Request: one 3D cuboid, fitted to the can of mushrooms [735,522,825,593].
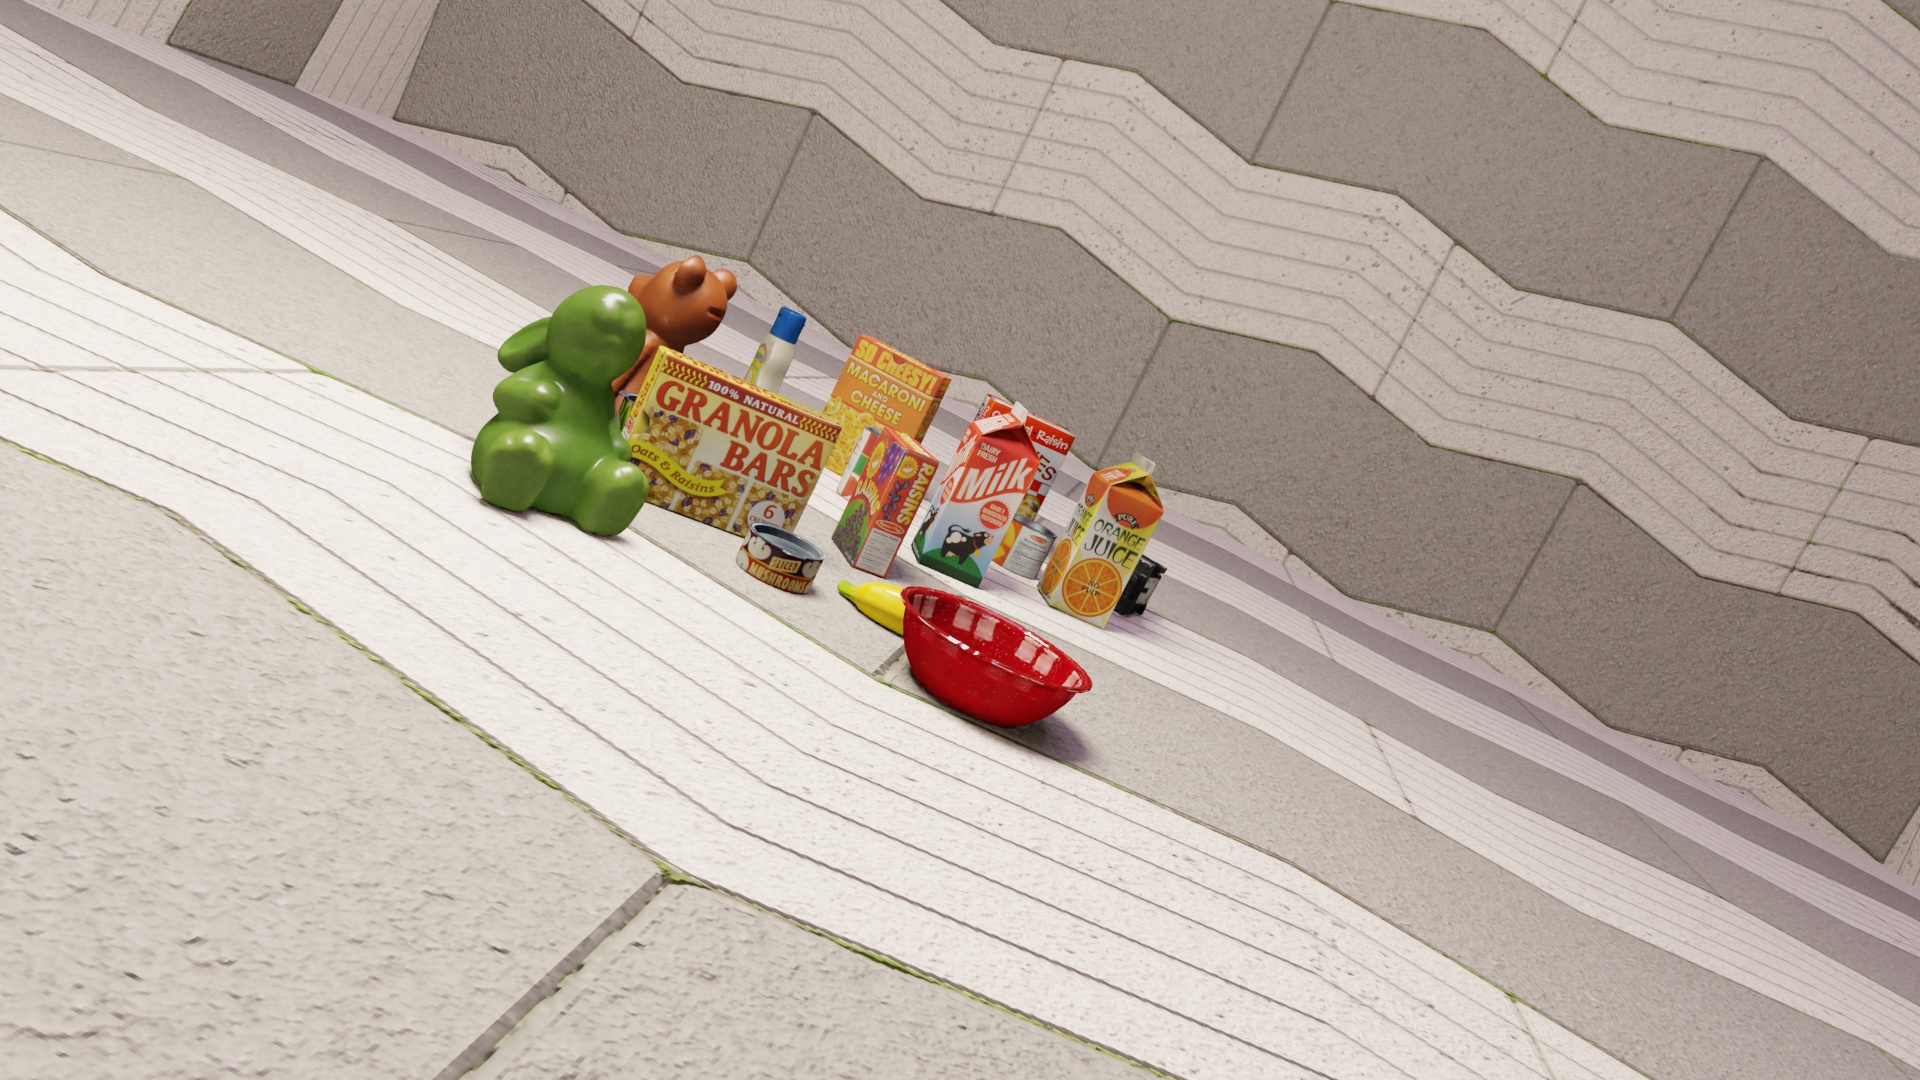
[{"bbox_3d":[-0.146,0.015,1.124,0.071,0.033,0.071,25,10,-4],"label":"can of mushrooms"}]

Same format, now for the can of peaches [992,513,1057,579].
[{"bbox_3d":[0.072,0.005,1.651,0.071,0.058,0.071,25,10,-4],"label":"can of peaches"}]

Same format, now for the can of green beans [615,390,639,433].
[{"bbox_3d":[-0.285,-0.094,1.263,0.071,0.057,0.071,25,10,-4],"label":"can of green beans"}]

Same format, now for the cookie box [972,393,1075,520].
[{"bbox_3d":[0.053,-0.086,1.754,0.123,0.167,0.040,22,10,-23],"label":"cookie box"}]

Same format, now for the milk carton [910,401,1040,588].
[{"bbox_3d":[0.023,-0.055,1.454,0.073,0.190,0.072,24,10,-14],"label":"milk carton"}]

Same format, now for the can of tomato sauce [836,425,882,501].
[{"bbox_3d":[-0.095,-0.079,1.594,0.071,0.083,0.071,25,10,-4],"label":"can of tomato sauce"}]

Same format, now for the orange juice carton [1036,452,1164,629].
[{"bbox_3d":[0.164,-0.007,1.557,0.073,0.192,0.072,24,10,-14],"label":"orange juice carton"}]

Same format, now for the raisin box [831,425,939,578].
[{"bbox_3d":[-0.073,-0.038,1.316,0.040,0.123,0.086,22,10,-24],"label":"raisin box"}]

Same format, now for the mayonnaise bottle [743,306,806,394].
[{"bbox_3d":[-0.245,-0.227,1.787,0.041,0.147,0.065,21,11,-31],"label":"mayonnaise bottle"}]

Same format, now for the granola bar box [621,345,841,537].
[{"bbox_3d":[-0.202,-0.076,1.187,0.165,0.124,0.039,22,10,-24],"label":"granola bar box"}]

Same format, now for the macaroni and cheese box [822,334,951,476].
[{"bbox_3d":[-0.102,-0.150,1.699,0.124,0.166,0.040,29,10,15],"label":"macaroni and cheese box"}]
